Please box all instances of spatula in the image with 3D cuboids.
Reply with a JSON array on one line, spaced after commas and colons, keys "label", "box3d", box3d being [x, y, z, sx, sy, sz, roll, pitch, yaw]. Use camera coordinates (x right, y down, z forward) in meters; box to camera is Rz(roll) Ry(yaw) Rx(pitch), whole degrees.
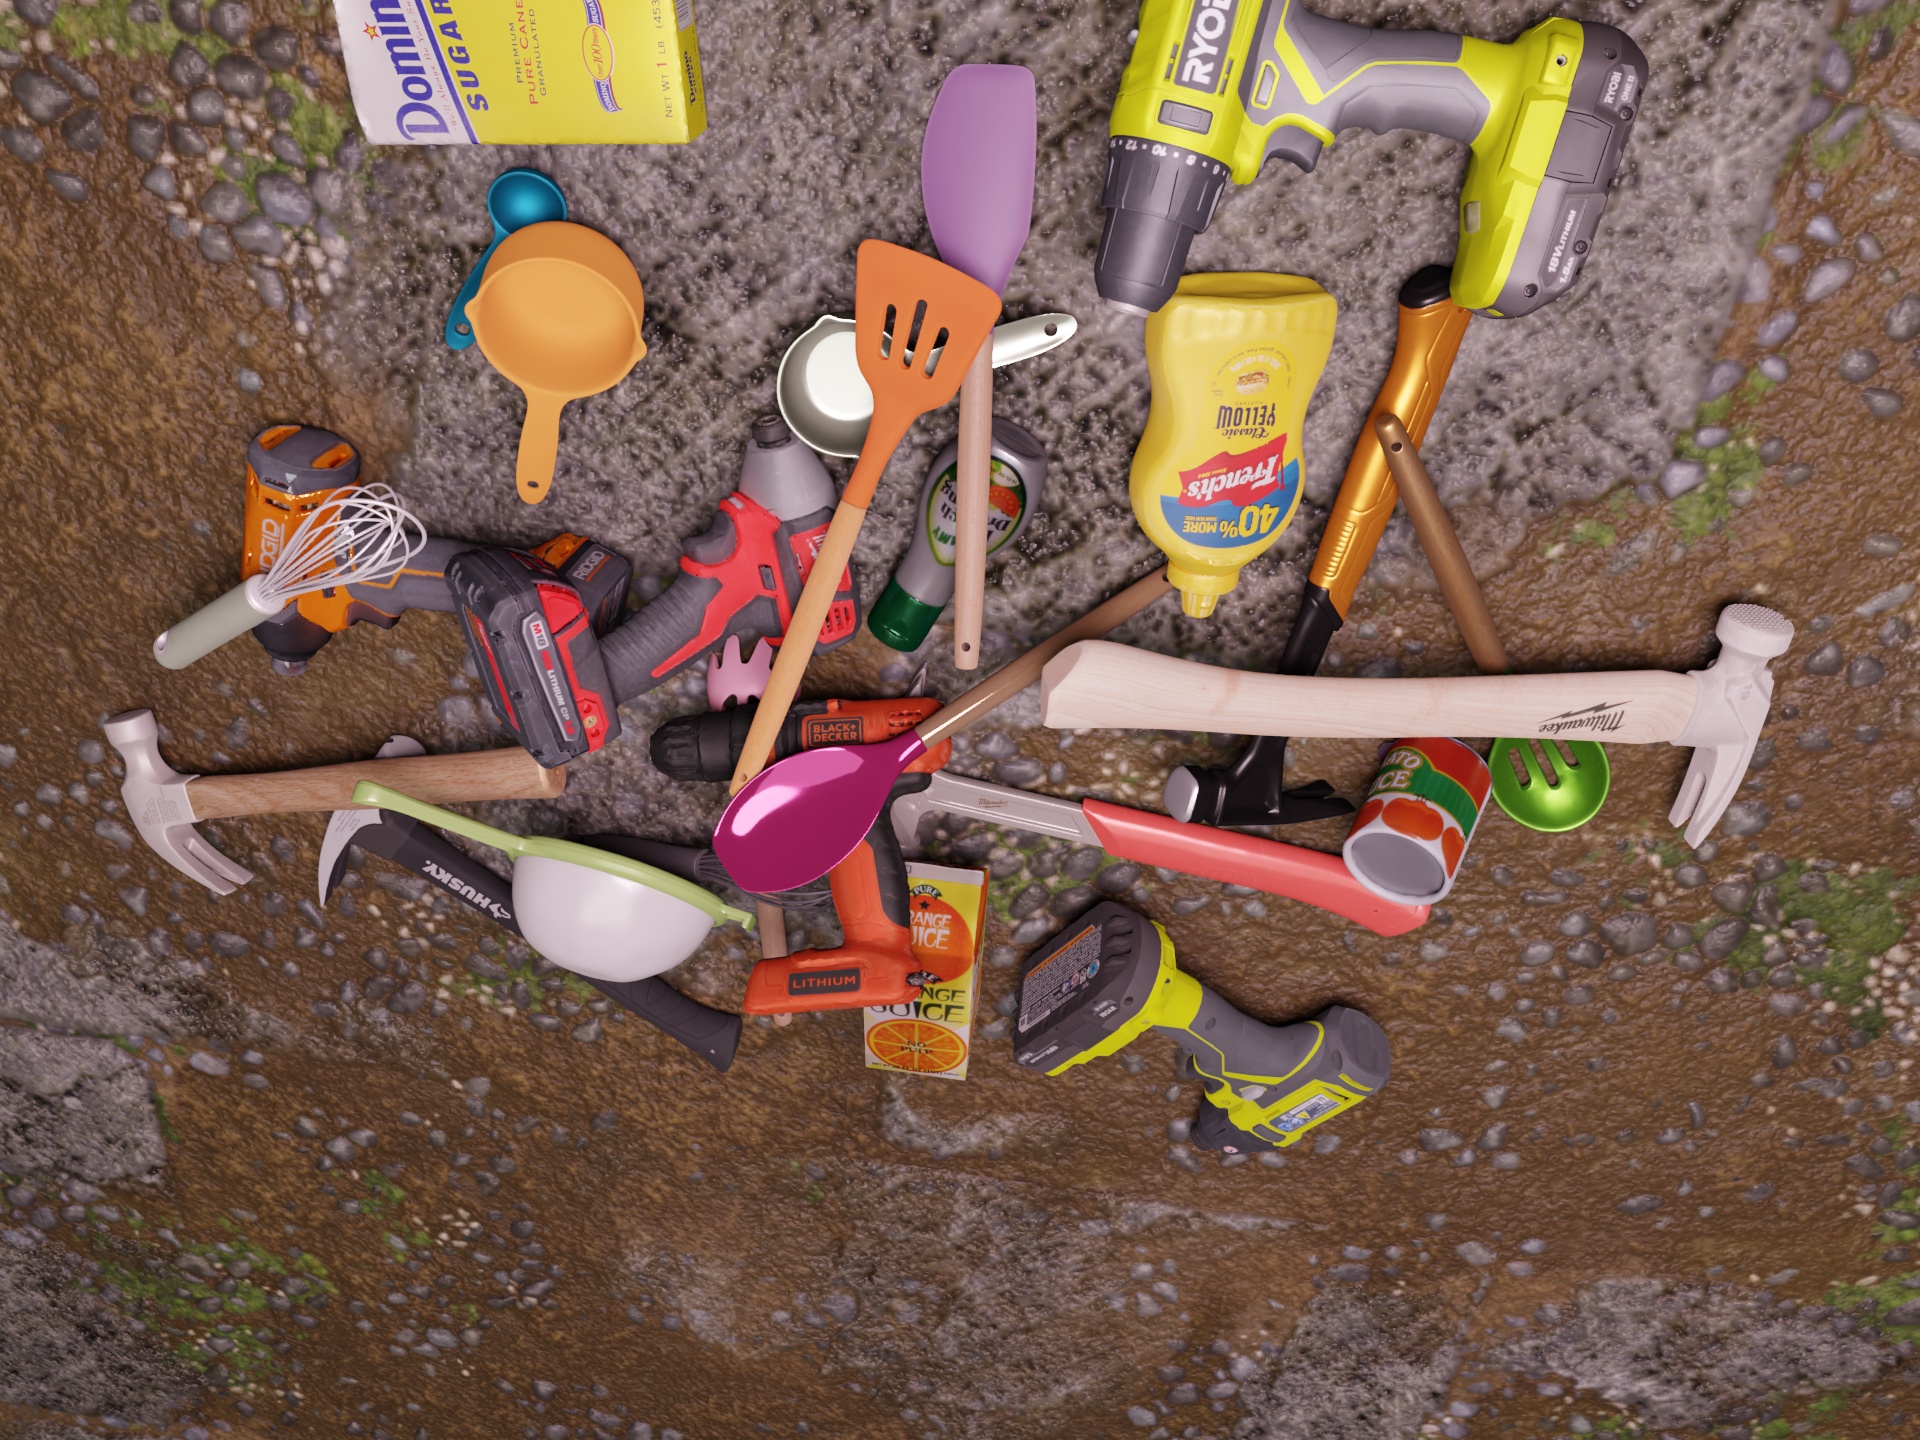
[{"label": "spatula", "box3d": [0.007, -0.181, 0.849, 0.060, 0.018, 0.315, 4, 107, 9]}, {"label": "spatula", "box3d": [-0.070, -0.096, 0.867, 0.081, 0.041, 0.322, 25, 108, 6]}]

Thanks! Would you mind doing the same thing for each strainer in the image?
[{"label": "strainer", "box3d": [-0.267, 0.110, 0.995, 0.256, 0.069, 0.151, 28, 159, -36]}]

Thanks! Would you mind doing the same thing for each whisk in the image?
[{"label": "whisk", "box3d": [-0.393, -0.075, 0.911, 0.246, 0.058, 0.059, -20, 147, 34]}, {"label": "whisk", "box3d": [-0.167, 0.092, 1.040, 0.239, 0.055, 0.055, 2, 124, 28]}]

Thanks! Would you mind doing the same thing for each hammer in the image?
[{"label": "hammer", "box3d": [-0.296, 0.153, 1.127, 0.334, 0.035, 0.146, 37, 119, -15]}, {"label": "hammer", "box3d": [-0.407, 0.046, 1.041, 0.331, 0.031, 0.130, -4, 109, 18]}, {"label": "hammer", "box3d": [0.219, -0.086, 0.894, 0.127, 0.034, 0.336, 1, 121, -28]}, {"label": "hammer", "box3d": [0.125, 0.069, 1.018, 0.359, 0.037, 0.149, 13, 123, 0]}, {"label": "hammer", "box3d": [0.248, 0.001, 0.888, 0.410, 0.038, 0.146, 1, 120, -6]}]

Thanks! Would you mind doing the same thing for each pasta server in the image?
[{"label": "pasta server", "box3d": [-0.131, 0.086, 1.070, 0.060, 0.040, 0.316, 3, 126, 6]}]

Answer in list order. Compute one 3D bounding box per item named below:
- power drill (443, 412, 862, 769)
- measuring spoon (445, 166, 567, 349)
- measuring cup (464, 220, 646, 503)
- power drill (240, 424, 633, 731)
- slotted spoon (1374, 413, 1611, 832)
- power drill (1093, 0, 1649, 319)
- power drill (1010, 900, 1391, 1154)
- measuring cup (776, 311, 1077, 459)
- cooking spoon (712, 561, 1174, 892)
[{"label": "power drill", "box3d": [-0.161, -0.076, 0.886, 0.219, 0.079, 0.143, -26, 126, -24]}, {"label": "measuring spoon", "box3d": [-0.256, -0.256, 0.881, 0.042, 0.021, 0.128, 25, 132, -25]}, {"label": "measuring cup", "box3d": [-0.228, -0.199, 0.891, 0.095, 0.052, 0.173, 10, 138, -15]}, {"label": "power drill", "box3d": [-0.328, -0.068, 0.970, 0.226, 0.084, 0.164, 21, 123, 0]}, {"label": "slotted spoon", "box3d": [0.297, -0.049, 0.901, 0.070, 0.031, 0.313, -23, 125, 19]}, {"label": "power drill", "box3d": [0.182, -0.268, 0.754, 0.228, 0.080, 0.190, 14, 103, -2]}, {"label": "power drill", "box3d": [0.152, 0.222, 1.076, 0.223, 0.080, 0.171, 29, 132, -19]}, {"label": "measuring cup", "box3d": [-0.019, -0.199, 0.875, 0.167, 0.038, 0.083, -15, 116, 3]}, {"label": "cooking spoon", "box3d": [-0.001, -0.003, 0.920, 0.319, 0.017, 0.069, -33, 85, -4]}]
